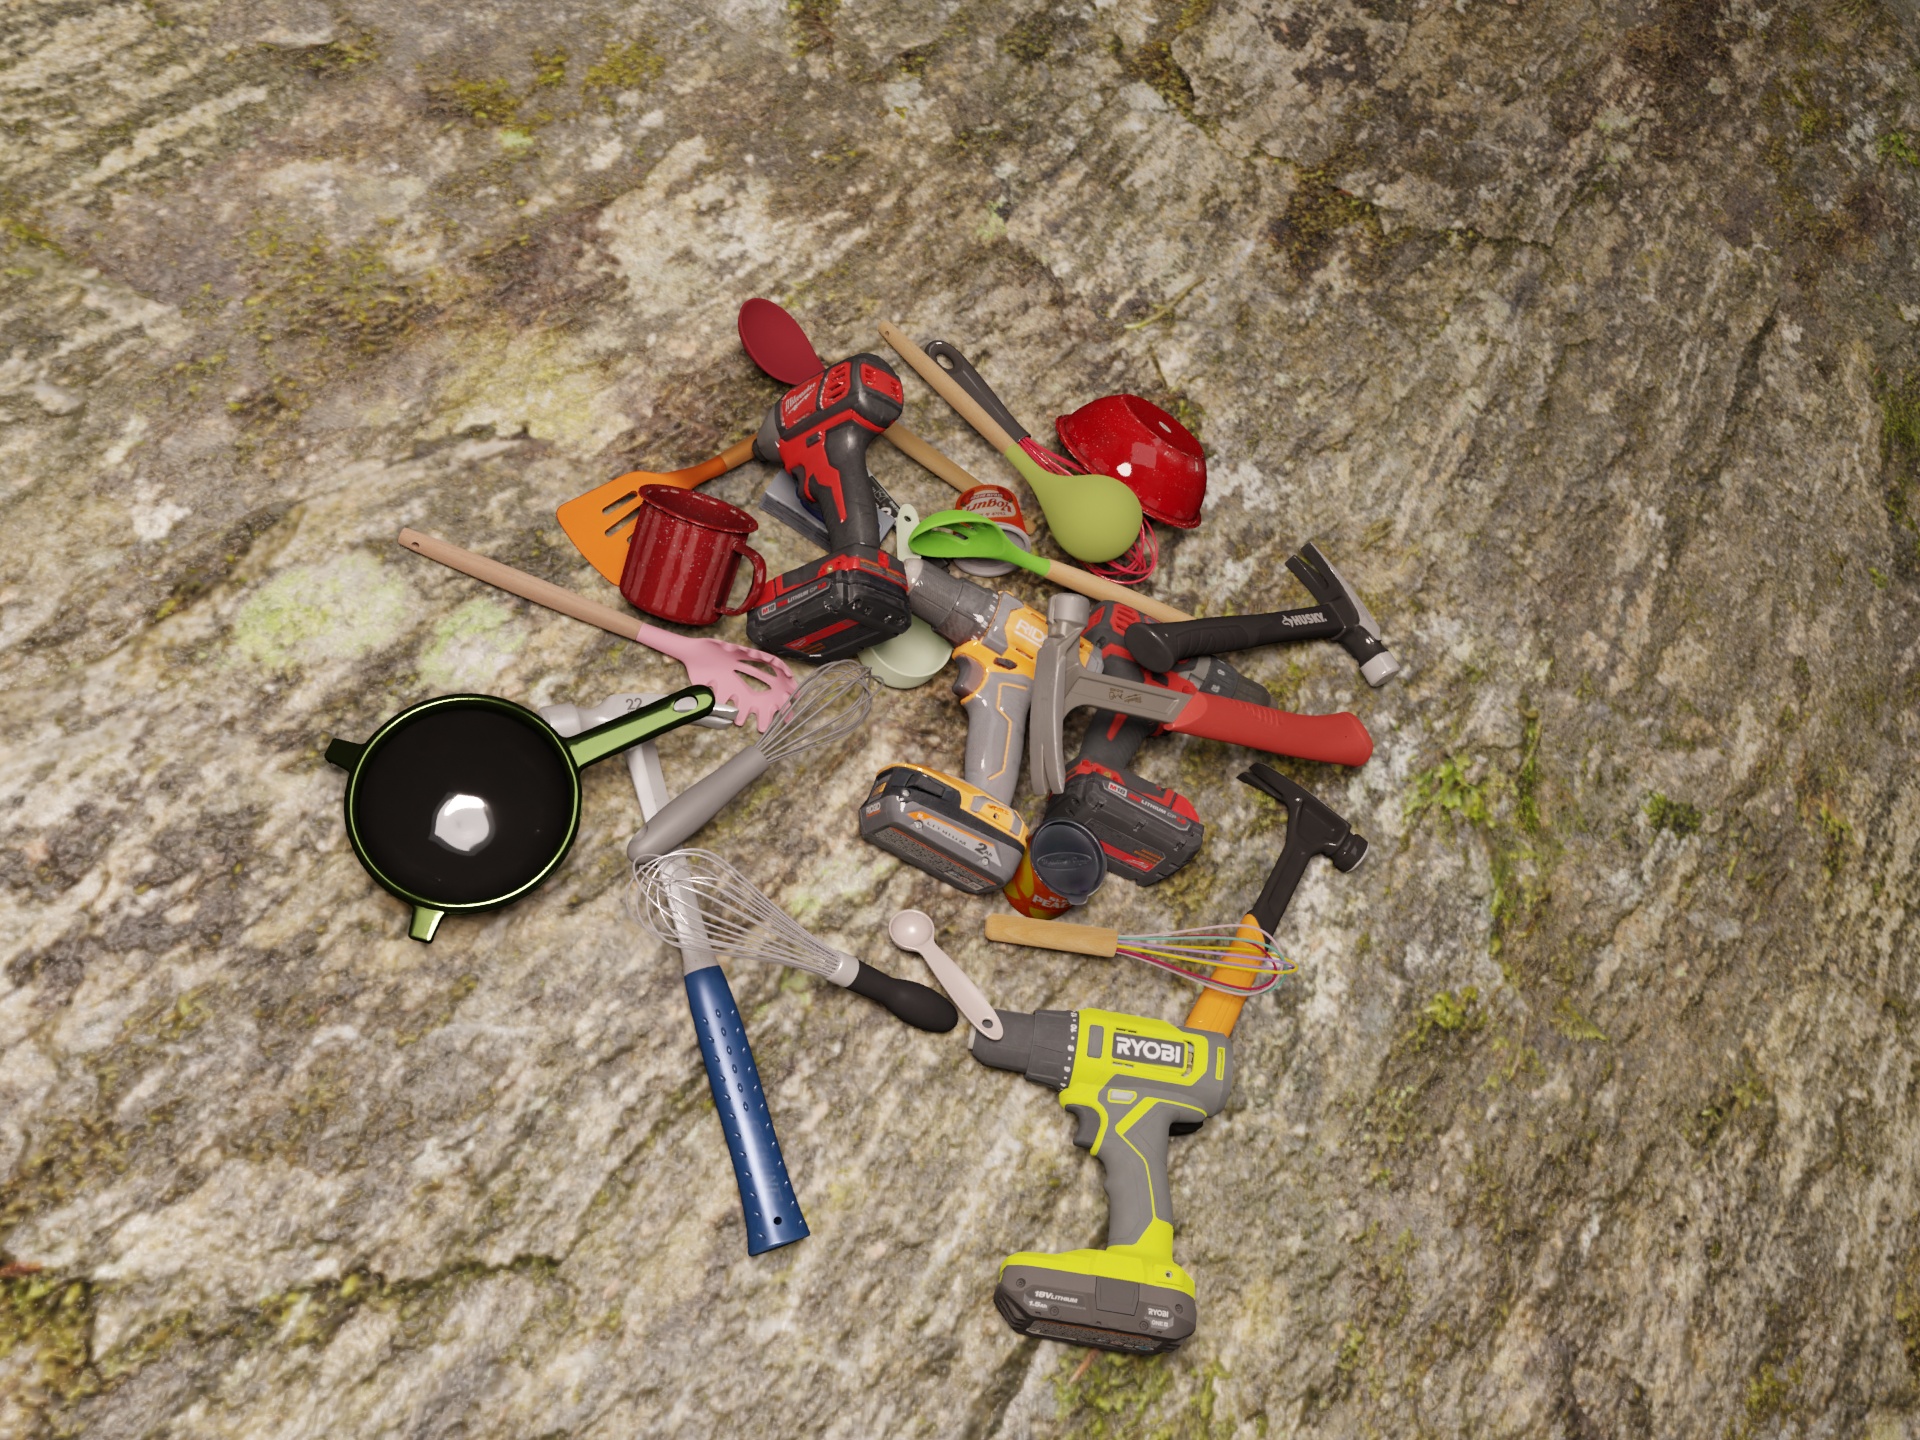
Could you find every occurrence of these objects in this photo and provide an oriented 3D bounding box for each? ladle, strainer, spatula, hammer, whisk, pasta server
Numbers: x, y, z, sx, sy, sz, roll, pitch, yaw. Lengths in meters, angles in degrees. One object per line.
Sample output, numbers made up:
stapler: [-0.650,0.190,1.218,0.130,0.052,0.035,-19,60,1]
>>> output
ladle: [-0.061,-0.252,1.365,0.315,0.031,0.069,34,52,-15]
strainer: [-0.286,0.041,1.087,0.256,0.069,0.151,-25,77,-22]
spatula: [-0.184,-0.216,1.311,0.081,0.041,0.322,49,52,4]
hammer: [0.201,0.007,1.264,0.358,0.037,0.149,11,79,-37]
whisk: [-0.145,0.029,1.145,0.239,0.055,0.055,-40,86,-29]
pasta server: [-0.267,-0.074,1.190,0.316,0.060,0.040,22,23,-10]
hammer: [0.224,0.186,1.287,0.127,0.034,0.337,37,56,-4]
whisk: [-0.108,0.159,1.100,0.284,0.070,0.070,31,54,-32]
hammer: [-0.177,0.163,1.111,0.144,0.035,0.406,-10,70,-28]
hammer: [0.257,-0.084,1.388,0.334,0.035,0.146,-9,64,-45]
whisk: [0.140,0.175,1.228,0.245,0.051,0.047,8,38,-4]
ladle: [0.036,-0.252,1.383,0.062,0.078,0.320,-15,54,-45]
whisk: [0.067,-0.233,1.417,0.073,0.073,0.296,-34,76,-34]

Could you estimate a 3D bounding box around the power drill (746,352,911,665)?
power drill: [-0.107,-0.163,1.226,0.078,0.143,0.220,19,61,-46]

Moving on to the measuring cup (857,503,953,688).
measuring cup: [-0.049,-0.101,1.306,0.083,0.038,0.168,11,59,-20]

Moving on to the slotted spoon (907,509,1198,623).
slotted spoon: [0.091,-0.121,1.351,0.313,0.070,0.031,17,61,-32]

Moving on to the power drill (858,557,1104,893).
power drill: [-0.002,-0.004,1.225,0.185,0.084,0.226,30,65,-17]

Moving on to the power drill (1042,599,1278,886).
power drill: [0.171,0.021,1.324,0.187,0.080,0.227,26,54,-13]

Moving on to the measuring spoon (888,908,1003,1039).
measuring spoon: [-0.010,0.190,1.168,0.034,0.018,0.124,-27,61,-29]

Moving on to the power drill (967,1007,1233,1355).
power drill: [0.090,0.314,1.125,0.190,0.080,0.229,9,59,0]
